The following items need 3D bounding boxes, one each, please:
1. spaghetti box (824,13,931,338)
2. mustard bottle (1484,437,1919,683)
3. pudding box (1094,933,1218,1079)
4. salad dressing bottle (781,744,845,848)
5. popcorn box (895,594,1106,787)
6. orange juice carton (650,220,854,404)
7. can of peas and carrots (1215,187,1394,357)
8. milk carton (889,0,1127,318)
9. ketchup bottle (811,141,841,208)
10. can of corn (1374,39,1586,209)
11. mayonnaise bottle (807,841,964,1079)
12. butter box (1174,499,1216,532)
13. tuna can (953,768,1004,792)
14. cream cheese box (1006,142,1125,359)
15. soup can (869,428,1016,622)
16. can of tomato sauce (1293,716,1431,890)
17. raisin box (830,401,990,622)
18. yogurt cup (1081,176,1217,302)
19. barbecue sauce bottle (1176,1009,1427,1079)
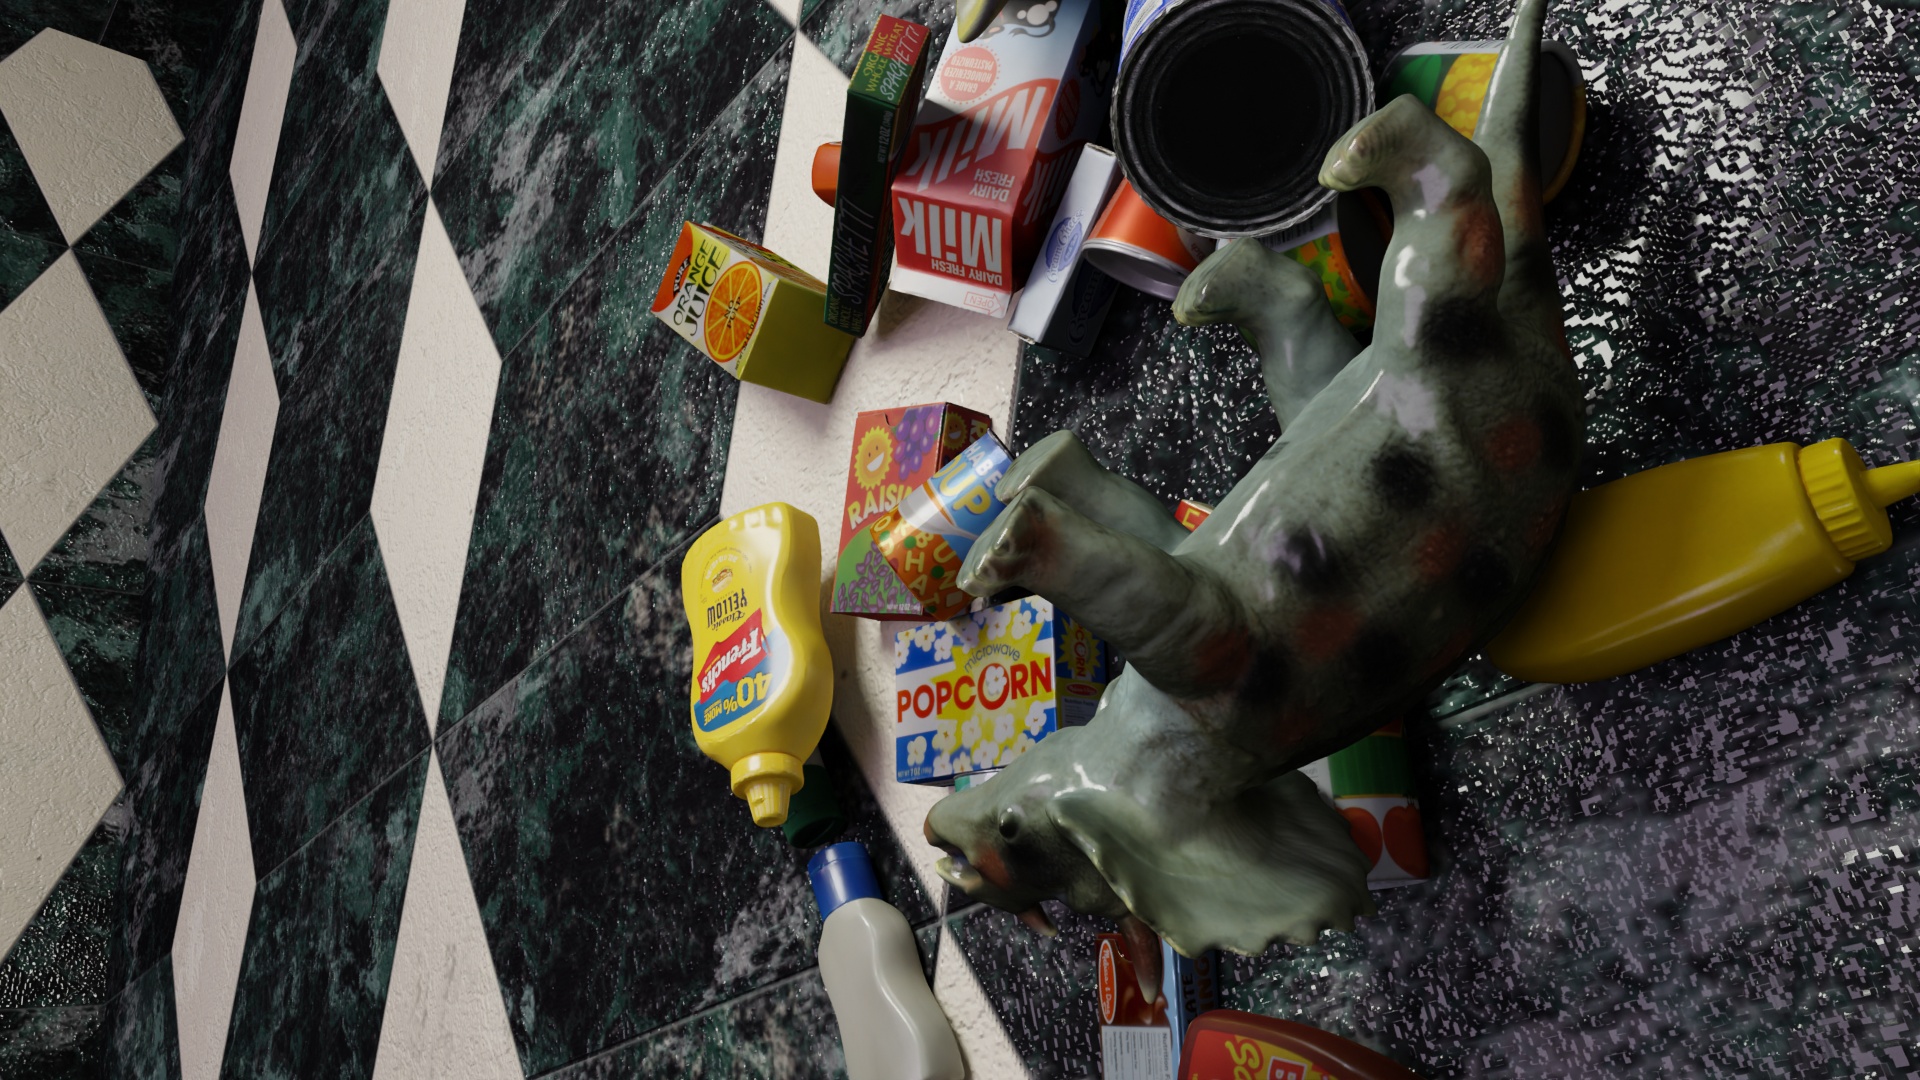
[{"bbox_3d":[-0.050,-0.191,0.779,0.249,0.029,0.050,114,177,-70],"label":"spaghetti box"},{"bbox_3d":[0.257,0.003,0.475,0.159,0.049,0.065,-27,57,41],"label":"mustard bottle"},{"bbox_3d":[0.089,0.218,0.621,0.049,0.030,0.084,-20,65,45],"label":"pudding box"},{"bbox_3d":[-0.112,0.120,0.865,0.064,0.044,0.148,-44,51,23],"label":"salad dressing bottle"},{"bbox_3d":[0.018,0.081,0.731,0.126,0.038,0.085,-18,66,45],"label":"popcorn box"},{"bbox_3d":[-0.152,-0.166,0.964,0.193,0.073,0.071,37,108,47],"label":"orange juice carton"},{"bbox_3d":[0.155,-0.117,0.609,0.058,0.071,0.071,-17,67,41],"label":"can of peas and carrots"},{"bbox_3d":[0.024,-0.213,0.739,0.072,0.073,0.190,18,83,22],"label":"milk carton"},{"bbox_3d":[-0.020,-0.219,0.841,0.149,0.065,0.043,14,99,40],"label":"ketchup bottle"},{"bbox_3d":[0.209,-0.165,0.562,0.058,0.071,0.071,21,96,49],"label":"can of corn"},{"bbox_3d":[-0.047,0.238,0.762,0.064,0.041,0.149,-47,48,28],"label":"mayonnaise bottle"},{"bbox_3d":[0.133,0.022,0.629,0.103,0.024,0.053,30,102,48],"label":"butter box"},{"bbox_3d":[0.030,0.132,0.686,0.071,0.071,0.033,-18,68,45],"label":"tuna can"},{"bbox_3d":[0.066,-0.149,0.726,0.024,0.053,0.103,31,104,32],"label":"cream cheese box"},{"bbox_3d":[0.003,-0.009,0.726,0.084,0.071,0.071,-38,49,4],"label":"soup can"},{"bbox_3d":[0.150,0.098,0.559,0.071,0.071,0.083,-23,64,43],"label":"can of tomato sauce"},{"bbox_3d":[-0.030,-0.015,0.812,0.086,0.040,0.123,-2,78,49],"label":"raisin box"},{"bbox_3d":[0.101,-0.154,0.684,0.072,0.072,0.054,23,90,49],"label":"yogurt cup"},{"bbox_3d":[0.154,0.226,0.536,0.148,0.044,0.065,-5,75,47],"label":"barbecue sauce bottle"}]
